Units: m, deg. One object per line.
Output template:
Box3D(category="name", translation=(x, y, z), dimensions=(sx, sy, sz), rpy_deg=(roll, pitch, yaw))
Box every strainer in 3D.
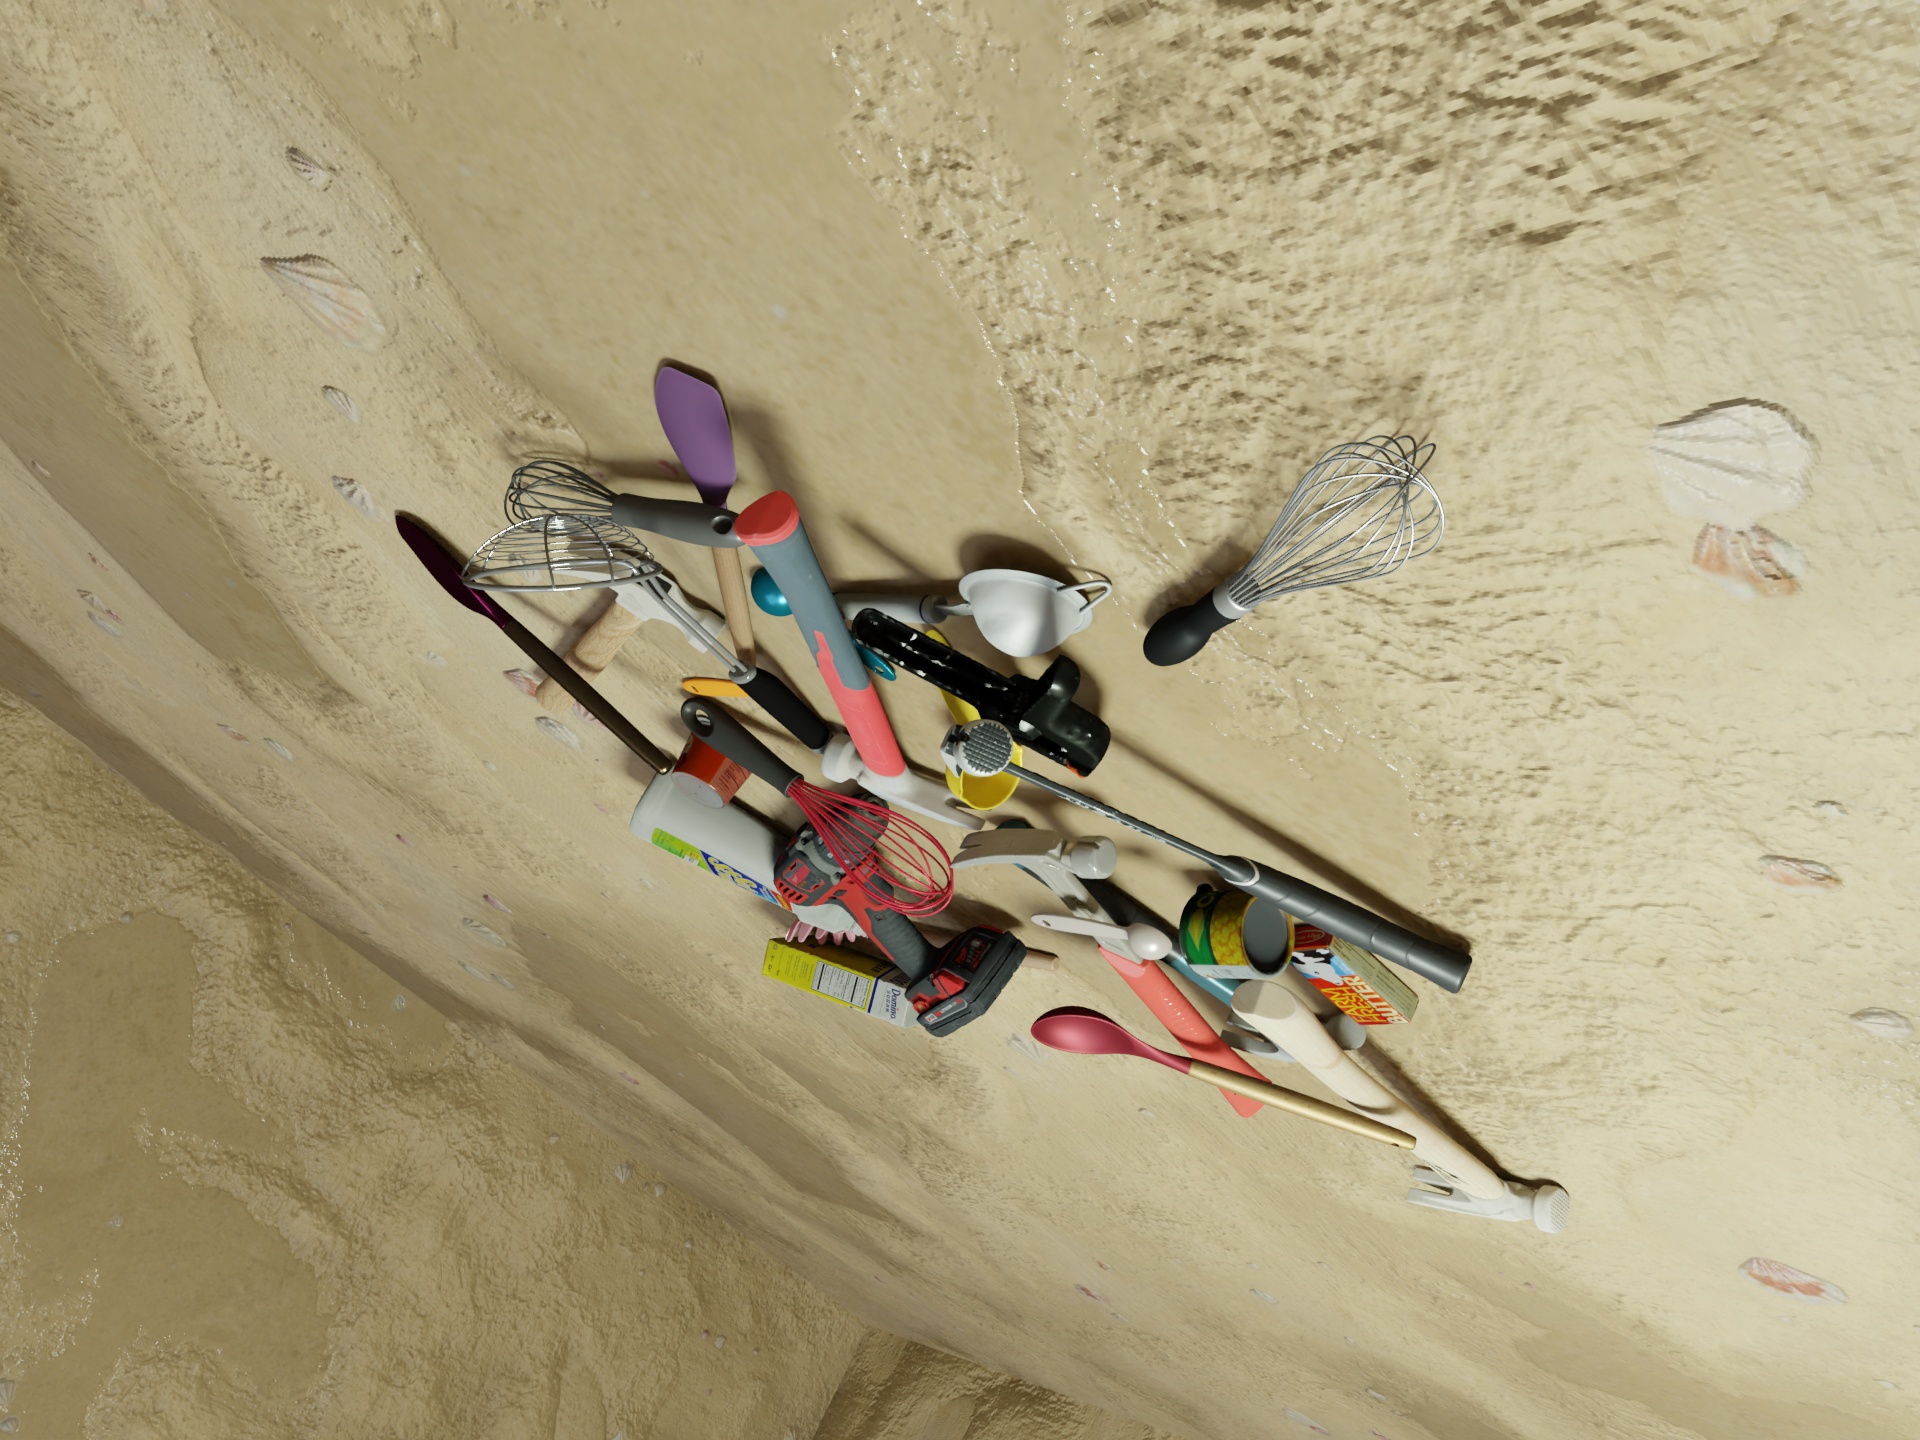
Box3D(category="strainer", translation=(-0.011, -0.070, 1.039), dimensions=(0.258, 0.050, 0.086), rpy_deg=(6, 159, 43))

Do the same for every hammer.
Box3D(category="hammer", translation=(-0.306, -0.063, 1.333), dimensions=(0.130, 0.031, 0.331), rpy_deg=(37, 152, -14))
Box3D(category="hammer", translation=(0.143, 0.209, 1.283), dimensions=(0.149, 0.037, 0.358), rpy_deg=(-5, 135, 45))
Box3D(category="hammer", translation=(0.339, 0.317, 1.299), dimensions=(0.146, 0.038, 0.410), rpy_deg=(-5, 143, 48))
Box3D(category="hammer", translation=(0.164, 0.181, 1.292), dimensions=(0.331, 0.033, 0.128), rpy_deg=(35, 151, -9))
Box3D(category="hammer", translation=(0.170, 0.096, 1.084), dimensions=(0.409, 0.036, 0.149), rpy_deg=(25, 175, -9))
Box3D(category="hammer", translation=(-0.068, -0.030, 1.107), dimensions=(0.143, 0.038, 0.386), rpy_deg=(20, 158, 19))

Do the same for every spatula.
Box3D(category="spatula", translation=(-0.168, -0.129, 1.109), dimensions=(0.060, 0.018, 0.315), rpy_deg=(26, 151, 17))

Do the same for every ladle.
Box3D(category="ladle", translation=(0.210, 0.288, 1.283), dimensions=(0.315, 0.031, 0.069), rpy_deg=(17, 146, 12))

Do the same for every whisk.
Box3D(category="whisk", translation=(-0.234, -0.143, 1.100), dimensions=(0.239, 0.055, 0.055), rpy_deg=(14, 148, 35))
Box3D(category="whisk", translation=(-0.122, 0.064, 1.307), dimensions=(0.296, 0.073, 0.073), rpy_deg=(34, 155, 21))
Box3D(category="whisk", translation=(0.162, -0.076, 0.845), dimensions=(0.070, 0.070, 0.284), rpy_deg=(34, 157, -8))

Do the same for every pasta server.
Box3D(category="pasta server", translation=(-0.041, 0.218, 1.542), dimensions=(0.316, 0.040, 0.060), rpy_deg=(5, 173, 35))

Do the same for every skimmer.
Box3D(category="skimmer", translation=(-0.202, -0.039, 1.146), dimensions=(0.127, 0.090, 0.362), rpy_deg=(7, 156, 33))

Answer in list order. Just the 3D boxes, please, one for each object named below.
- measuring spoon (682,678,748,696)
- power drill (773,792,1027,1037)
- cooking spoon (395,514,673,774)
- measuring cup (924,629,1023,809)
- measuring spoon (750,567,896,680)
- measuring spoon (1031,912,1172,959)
Box3D(category="measuring spoon", translation=(-0.191, -0.023, 1.312), dimensions=(0.117, 0.011, 0.021), rpy_deg=(5, 143, 39))
Box3D(category="power drill", translation=(-0.052, 0.164, 1.409), dimensions=(0.226, 0.080, 0.188), rpy_deg=(42, 144, -3))
Box3D(category="cooking spoon", translation=(-0.360, -0.063, 1.335), dimensions=(0.319, 0.017, 0.068), rpy_deg=(42, 154, 6))
Box3D(category="measuring cup", translation=(-0.002, -0.004, 1.138), dimensions=(0.029, 0.062, 0.156), rpy_deg=(25, 146, 50))
Box3D(category="measuring spoon", translation=(-0.101, -0.062, 1.150), dimensions=(0.128, 0.021, 0.042), rpy_deg=(38, 151, -12))
Box3D(category="measuring spoon", translation=(0.102, 0.162, 1.195), dimensions=(0.124, 0.018, 0.034), rpy_deg=(5, 141, 38))
